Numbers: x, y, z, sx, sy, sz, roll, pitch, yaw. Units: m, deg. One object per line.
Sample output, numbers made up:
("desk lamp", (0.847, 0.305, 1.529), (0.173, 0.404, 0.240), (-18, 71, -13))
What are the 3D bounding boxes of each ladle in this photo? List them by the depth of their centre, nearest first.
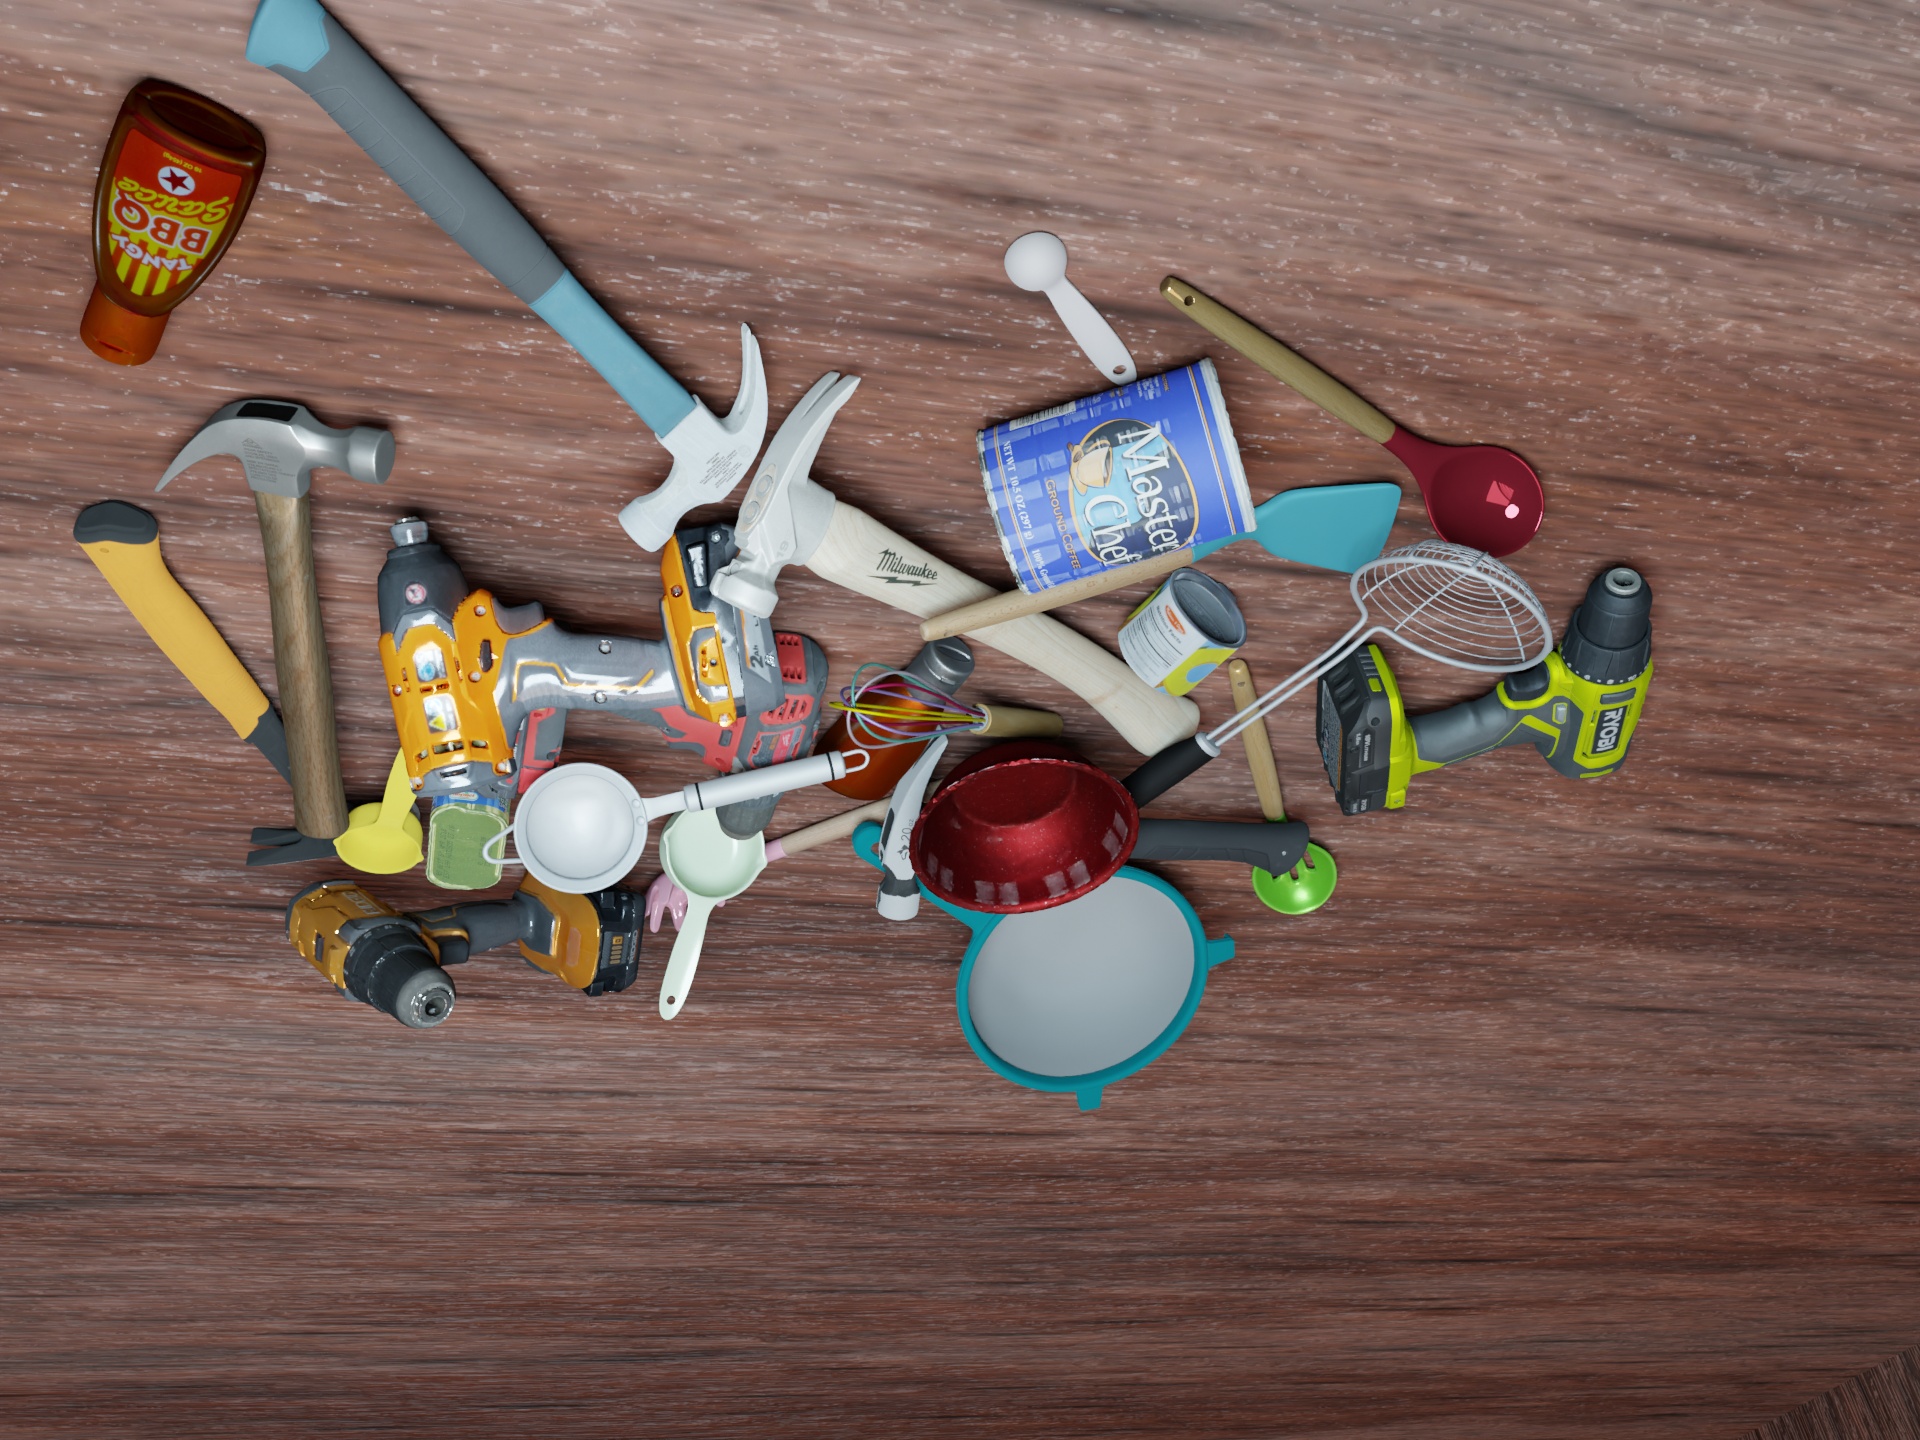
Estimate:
("ladle", (0.238, -0.183, 0.955), (0.315, 0.031, 0.069), (25, 106, -29))

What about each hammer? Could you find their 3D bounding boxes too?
("hammer", (-0.222, -0.230, 0.809), (0.128, 0.033, 0.330), (-40, 128, 6))
("hammer", (-0.410, -0.049, 0.979), (0.130, 0.031, 0.331), (12, 131, -2))
("hammer", (0.030, -0.072, 1.027), (0.410, 0.038, 0.146), (25, 91, -42))
("hammer", (-0.486, -0.013, 1.055), (0.127, 0.034, 0.336), (-10, 140, 3))
("hammer", (0.107, 0.083, 1.204), (0.334, 0.035, 0.146), (3, 110, -14))

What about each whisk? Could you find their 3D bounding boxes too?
("whisk", (-0.003, -0.004, 1.067), (0.047, 0.051, 0.244), (-23, 164, 32))

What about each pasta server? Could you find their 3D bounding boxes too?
("pasta server", (-0.111, 0.096, 1.235), (0.316, 0.040, 0.060), (-20, 153, 14))

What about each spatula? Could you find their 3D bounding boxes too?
("spatula", (0.125, -0.093, 0.997), (0.317, 0.044, 0.082), (-18, 147, -17))

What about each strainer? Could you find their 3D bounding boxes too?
("strainer", (-0.186, 0.055, 1.061), (0.258, 0.050, 0.087), (-13, 101, -10))
("strainer", (0.043, 0.161, 1.291), (0.340, 0.095, 0.211), (35, 101, -23))

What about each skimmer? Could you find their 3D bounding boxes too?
("skimmer", (0.216, 0.002, 1.062), (0.127, 0.090, 0.363), (37, 121, -28))

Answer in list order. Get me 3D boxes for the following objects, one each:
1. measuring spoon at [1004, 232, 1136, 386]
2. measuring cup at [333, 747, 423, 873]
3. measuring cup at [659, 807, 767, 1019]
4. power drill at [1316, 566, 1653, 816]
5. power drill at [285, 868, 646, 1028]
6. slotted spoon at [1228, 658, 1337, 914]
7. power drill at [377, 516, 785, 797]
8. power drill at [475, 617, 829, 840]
("measuring spoon", (0.067, -0.223, 0.890), (0.034, 0.018, 0.124), (-27, 137, 23))
("measuring cup", (-0.389, 0.050, 1.100), (0.062, 0.029, 0.156), (15, 132, -24))
("measuring cup", (-0.201, 0.139, 1.192), (0.083, 0.167, 0.038), (18, 173, -25))
("power drill", (0.377, -0.019, 1.135), (0.228, 0.080, 0.190), (-12, 140, 2))
("power drill", (-0.337, 0.160, 1.132), (0.226, 0.185, 0.084), (0, 104, -43))
("slotted spoon", (0.244, 0.056, 1.245), (0.070, 0.031, 0.313), (-15, 138, 10))
("power drill", (-0.231, -0.056, 0.953), (0.226, 0.164, 0.084), (-12, -174, -10))
("power drill", (-0.214, 0.011, 1.089), (0.226, 0.080, 0.187), (5, 137, -18))
